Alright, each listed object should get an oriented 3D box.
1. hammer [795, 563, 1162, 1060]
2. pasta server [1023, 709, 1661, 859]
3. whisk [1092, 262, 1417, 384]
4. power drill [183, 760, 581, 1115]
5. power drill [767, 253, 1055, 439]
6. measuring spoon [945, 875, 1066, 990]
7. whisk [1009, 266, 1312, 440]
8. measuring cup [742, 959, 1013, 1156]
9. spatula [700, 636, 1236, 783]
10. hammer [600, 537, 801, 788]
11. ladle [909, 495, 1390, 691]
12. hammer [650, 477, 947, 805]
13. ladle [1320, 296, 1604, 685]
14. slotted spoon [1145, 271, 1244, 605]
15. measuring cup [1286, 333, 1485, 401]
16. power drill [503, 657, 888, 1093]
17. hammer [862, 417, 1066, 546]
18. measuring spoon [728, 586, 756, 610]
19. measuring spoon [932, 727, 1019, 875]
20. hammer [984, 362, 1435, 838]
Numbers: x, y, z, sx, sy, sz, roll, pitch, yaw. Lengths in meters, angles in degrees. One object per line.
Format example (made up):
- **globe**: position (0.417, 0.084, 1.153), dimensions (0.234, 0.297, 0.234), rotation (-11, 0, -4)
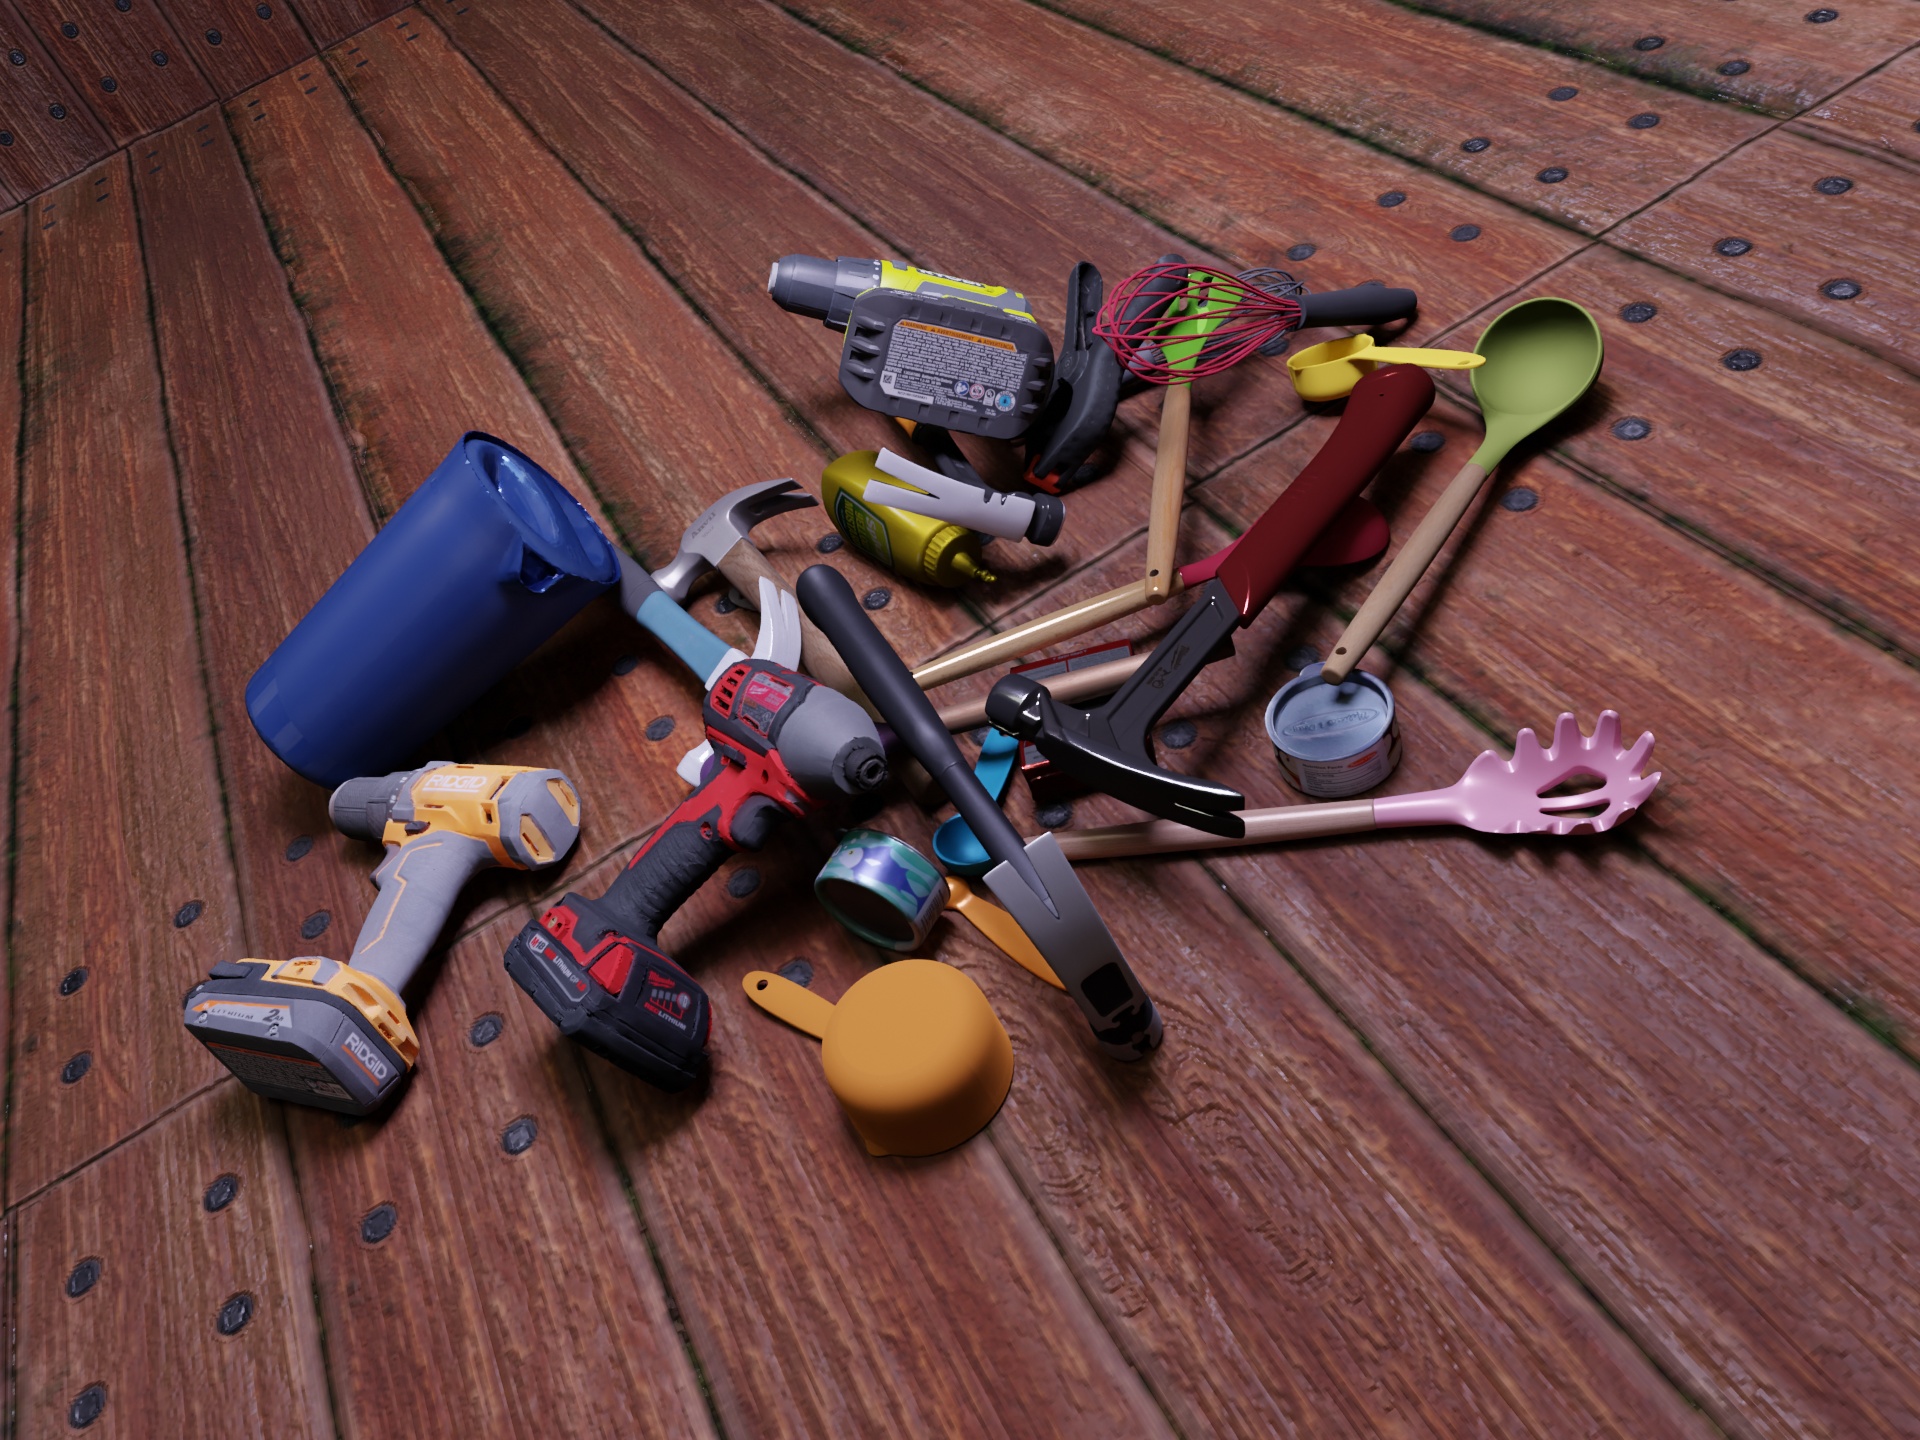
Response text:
- **hammer**: position (-0.010, 0.018, 0.810), dimensions (0.035, 0.146, 0.335), rotation (-34, 48, -2)
- **pasta server**: position (0.179, 0.046, 0.797), dimensions (0.316, 0.040, 0.060), rotation (-8, 56, 20)
- **whisk**: position (0.195, -0.255, 1.000), dimensions (0.295, 0.073, 0.073), rotation (-16, 32, -37)
- **power drill**: position (-0.355, 0.113, 0.951), dimensions (0.185, 0.084, 0.226), rotation (1, 44, 29)
- **power drill**: position (-0.035, -0.270, 1.096), dimensions (0.190, 0.080, 0.229), rotation (10, 23, -13)
- **measuring spoon**: position (0.026, 0.109, 0.823), dimensions (0.021, 0.011, 0.117), rotation (-42, 45, -18)
- **whisk**: position (0.133, -0.253, 1.116), dimensions (0.239, 0.055, 0.055), rotation (-25, 42, 7)
- **measuring cup**: position (-0.055, 0.147, 0.791), dimensions (0.174, 0.052, 0.095), rotation (19, 58, 35)
- **spatula**: position (-0.001, -0.003, 0.895), dimensions (0.316, 0.018, 0.060), rotation (-15, 56, 11)
- **hammer**: position (-0.215, -0.079, 1.071), dimensions (0.331, 0.033, 0.128), rotation (37, 92, 42)
- **ladle**: position (0.104, -0.073, 0.932), dimensions (0.315, 0.031, 0.069), rotation (-21, 43, -4)
- **hammer**: position (-0.093, -0.053, 1.012), dimensions (0.130, 0.031, 0.332), rotation (-48, 47, 3)
- **ladle**: position (0.278, -0.134, 0.896), dimensions (0.078, 0.062, 0.320), rotation (13, 49, 38)
- **slotted spoon**: position (0.136, -0.189, 0.993), dimensions (0.070, 0.031, 0.314), rotation (-12, 46, 27)
- **measuring cup**: position (0.269, -0.217, 0.999), dimensions (0.062, 0.029, 0.157), rotation (-29, 27, -21)
- **power drill**: position (-0.128, 0.073, 0.832), dimensions (0.143, 0.078, 0.220), rotation (24, 75, 51)
- **hammer**: position (-0.035, -0.210, 1.105), dimensions (0.127, 0.034, 0.337), rotation (12, 25, -23)
- **measuring spoon**: position (-0.114, -0.077, 1.077), dimensions (0.124, 0.018, 0.034), rotation (15, 73, 43)
- **measuring spoon**: position (0.017, 0.044, 0.895), dimensions (0.042, 0.021, 0.129), rotation (1, 39, 16)
- **hammer**: position (0.175, -0.086, 0.869), dimensions (0.149, 0.036, 0.359), rotation (24, 55, 30)
